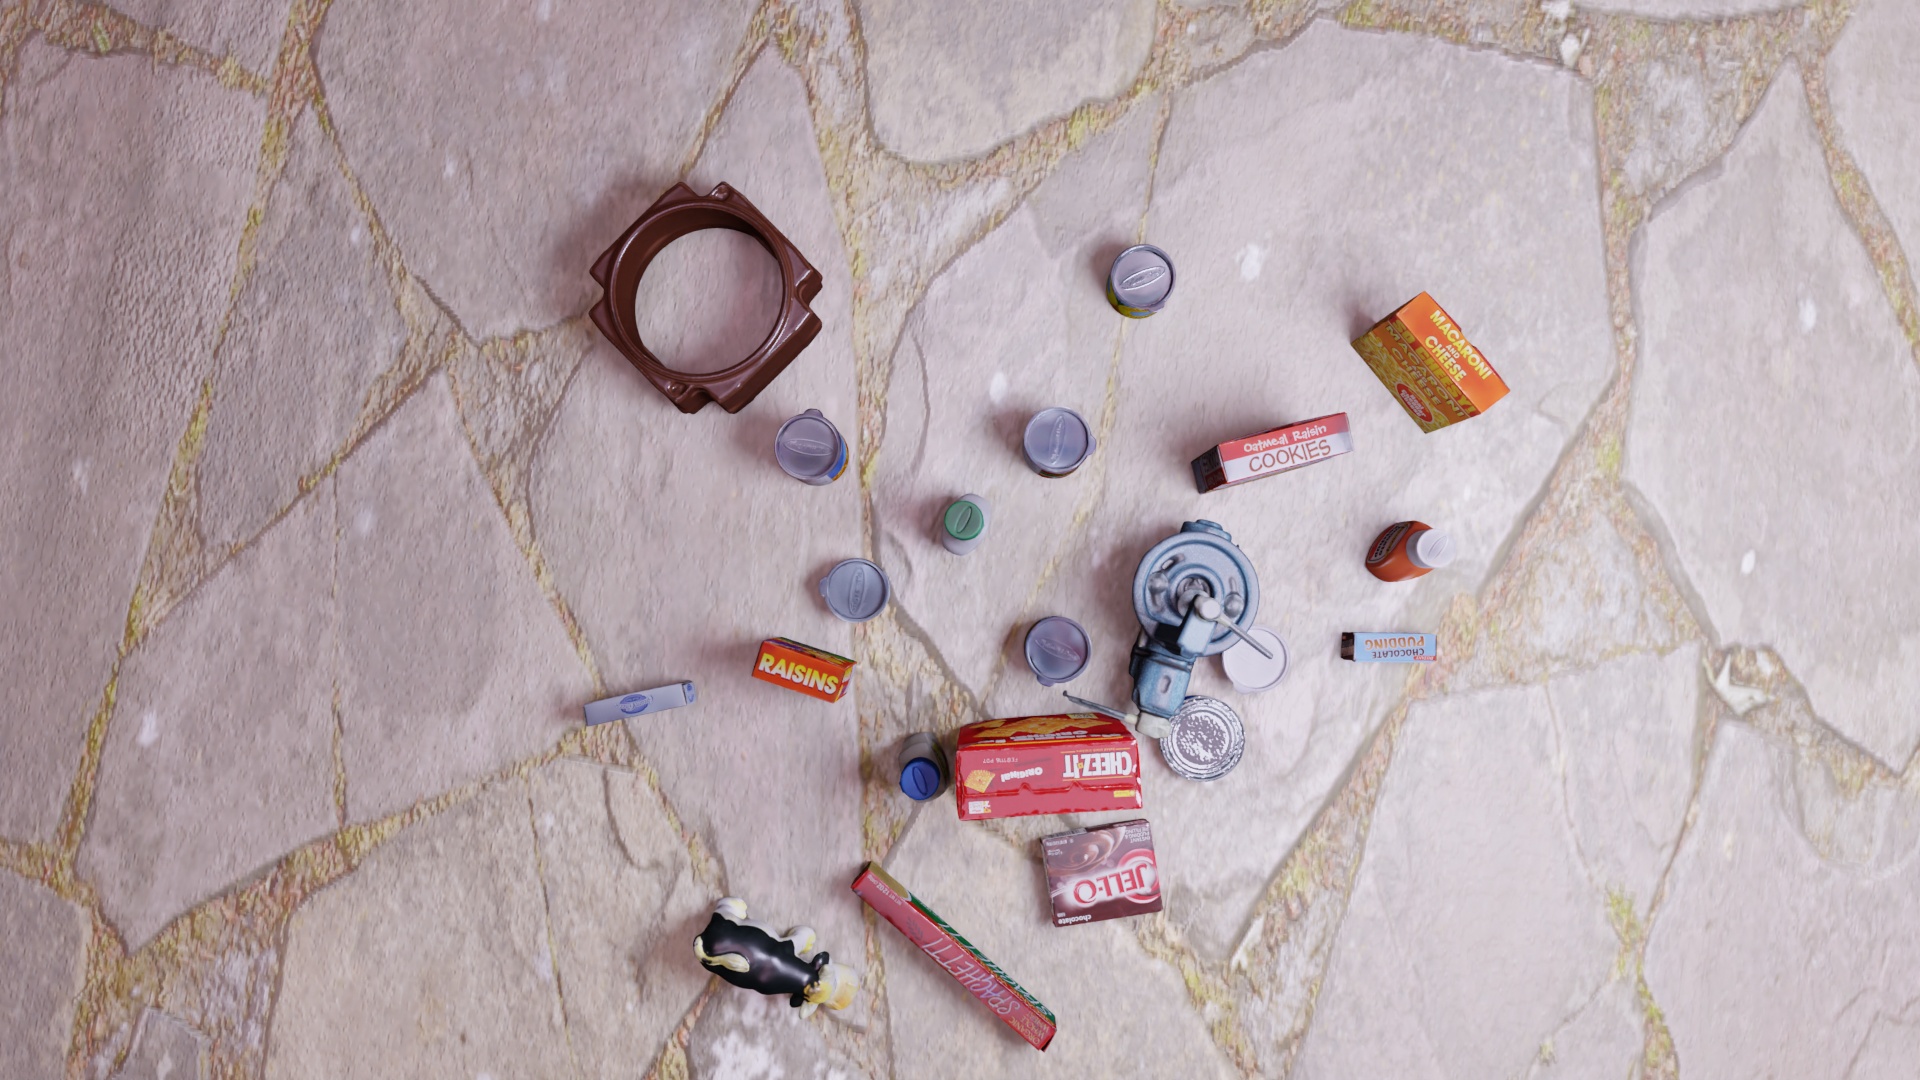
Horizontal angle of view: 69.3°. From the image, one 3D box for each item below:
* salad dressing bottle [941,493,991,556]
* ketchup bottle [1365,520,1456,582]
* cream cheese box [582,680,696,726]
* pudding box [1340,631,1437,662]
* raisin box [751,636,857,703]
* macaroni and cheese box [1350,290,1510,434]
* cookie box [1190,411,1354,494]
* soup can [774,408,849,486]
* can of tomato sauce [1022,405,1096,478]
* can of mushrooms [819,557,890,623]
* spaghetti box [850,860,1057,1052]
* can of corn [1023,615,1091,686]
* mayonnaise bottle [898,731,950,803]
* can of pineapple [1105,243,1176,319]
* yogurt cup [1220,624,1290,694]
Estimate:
[{"bbox_3d":[0.005,-0.017,1.362,0.044,0.147,0.064,27,89,2],"label":"salad dressing bottle"},{"bbox_3d":[0.442,0.010,1.354,0.043,0.149,0.065,36,89,2],"label":"ketchup bottle"},{"bbox_3d":[-0.323,0.165,1.406,0.104,0.053,0.024,-12,88,0],"label":"cream cheese box"},{"bbox_3d":[0.431,0.108,1.399,0.084,0.049,0.030,1,88,1],"label":"pudding box"},{"bbox_3d":[-0.152,0.126,1.370,0.086,0.123,0.040,19,88,2],"label":"raisin box"},{"bbox_3d":[0.454,-0.171,1.353,0.040,0.166,0.124,-40,88,0],"label":"macaroni and cheese box"},{"bbox_3d":[0.299,-0.084,1.351,0.123,0.167,0.040,-15,88,0],"label":"cookie box"},{"bbox_3d":[-0.148,-0.093,1.400,0.071,0.084,0.071,0,88,1],"label":"soup can"},{"bbox_3d":[0.098,-0.097,1.397,0.071,0.083,0.071,0,88,1],"label":"can of tomato sauce"},{"bbox_3d":[-0.107,0.051,1.418,0.071,0.033,0.071,0,87,1],"label":"can of mushrooms"},{"bbox_3d":[-0.005,0.415,1.391,0.250,0.050,0.028,40,89,2],"label":"spaghetti box"},{"bbox_3d":[0.096,0.111,1.400,0.071,0.058,0.071,0,88,1],"label":"can of corn"},{"bbox_3d":[-0.036,0.224,1.351,0.041,0.148,0.065,-22,88,0],"label":"mayonnaise bottle"},{"bbox_3d":[0.183,-0.261,1.416,0.071,0.058,0.071,0,88,1],"label":"can of pineapple"},{"bbox_3d":[0.293,0.118,1.398,0.072,0.054,0.072,0,88,1],"label":"yogurt cup"}]
